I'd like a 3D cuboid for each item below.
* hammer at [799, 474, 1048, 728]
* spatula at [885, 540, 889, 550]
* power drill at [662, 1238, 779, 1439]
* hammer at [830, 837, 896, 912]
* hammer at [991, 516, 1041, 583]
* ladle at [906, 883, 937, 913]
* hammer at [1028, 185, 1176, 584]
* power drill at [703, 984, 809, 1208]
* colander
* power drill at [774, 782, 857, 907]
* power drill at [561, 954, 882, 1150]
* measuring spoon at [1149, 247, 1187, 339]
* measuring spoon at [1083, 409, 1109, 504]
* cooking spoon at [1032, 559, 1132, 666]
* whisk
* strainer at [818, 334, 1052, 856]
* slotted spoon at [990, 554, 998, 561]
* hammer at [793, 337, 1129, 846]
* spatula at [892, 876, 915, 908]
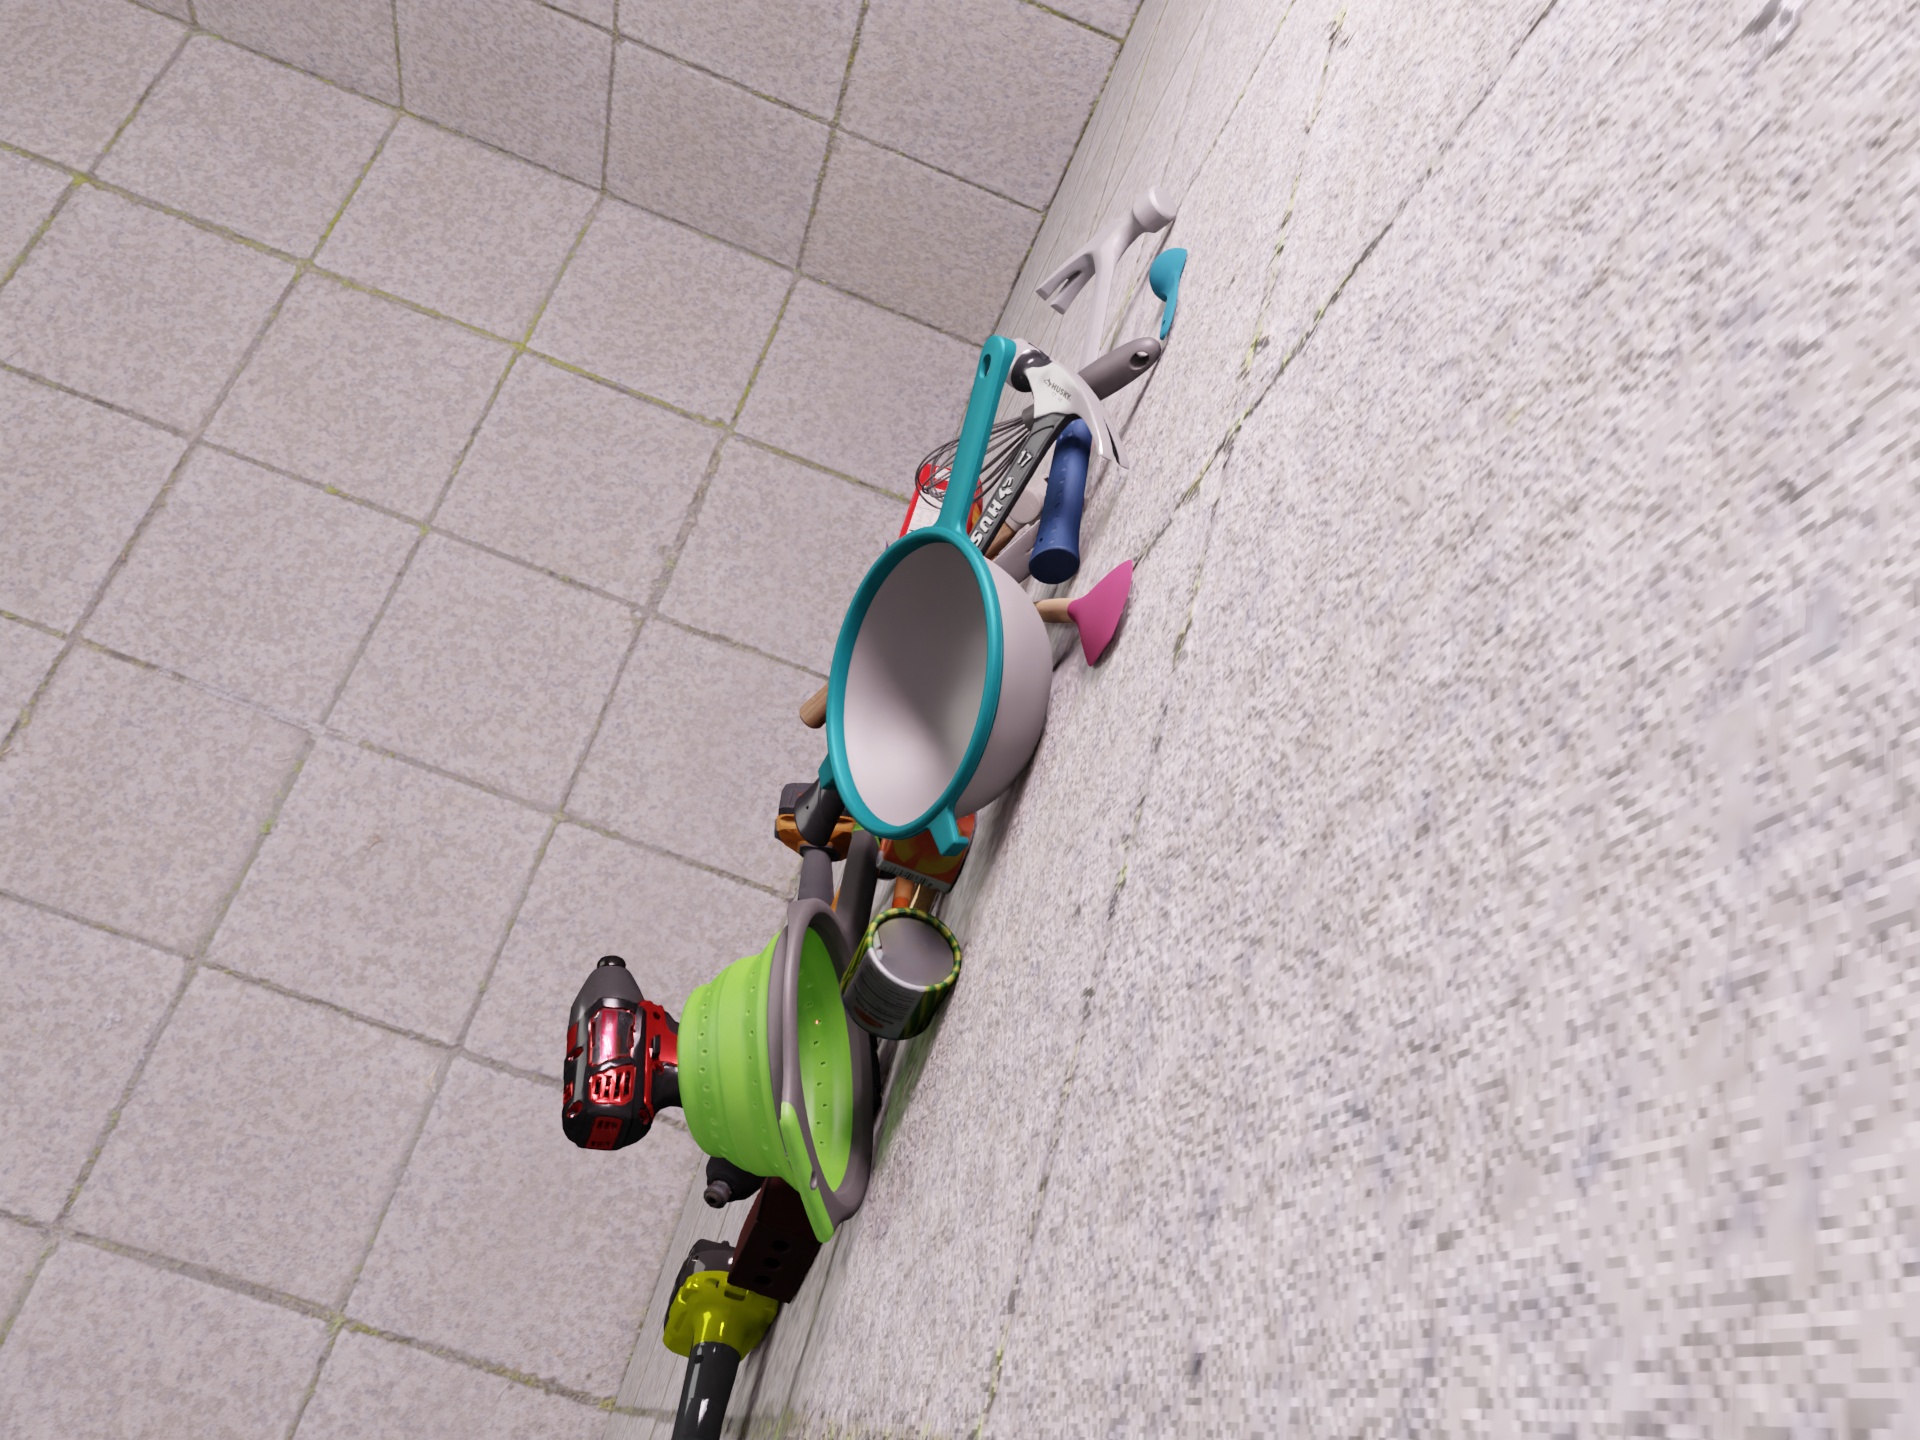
[{"bbox_3d":[-0.031,-0.105,1.457,0.331,0.031,0.130,-42,1,23],"label":"hammer"},{"bbox_3d":[-0.041,-0.028,1.347,0.315,0.018,0.060,80,-174,-53],"label":"spatula"},{"bbox_3d":[-0.204,0.533,1.219,0.223,0.080,0.171,-82,14,-50],"label":"power drill"},{"bbox_3d":[-0.081,0.128,1.398,0.337,0.034,0.127,-66,-12,-75],"label":"hammer"},{"bbox_3d":[0.021,-0.105,1.404,0.149,0.037,0.359,-40,0,0],"label":"hammer"},{"bbox_3d":[-0.061,0.210,1.257,0.069,0.031,0.315,-64,-3,-85],"label":"ladle"},{"bbox_3d":[0.097,-0.268,1.283,0.144,0.035,0.406,-30,37,42],"label":"hammer"},{"bbox_3d":[-0.151,0.305,1.353,0.164,0.084,0.226,-49,-17,-58],"label":"power drill"},{"bbox_3d":[-0.119,0.183,1.102,0.397,0.094,0.204,-83,-17,-61],"label":"colander"},{"bbox_3d":[-0.136,0.189,1.544,0.185,0.084,0.226,83,-171,-74],"label":"power drill"},{"bbox_3d":[-0.175,0.242,1.152,0.143,0.219,0.078,-99,26,-42],"label":"power drill"},{"bbox_3d":[0.149,-0.318,1.188,0.129,0.021,0.042,-75,8,-50],"label":"measuring spoon"},{"bbox_3d":[0.103,-0.204,1.277,0.034,0.018,0.124,-29,31,52],"label":"measuring spoon"},{"bbox_3d":[0.073,-0.073,1.064,0.319,0.017,0.069,-148,78,-83],"label":"cooking spoon"},{"bbox_3d":[0.057,-0.226,1.217,0.239,0.055,0.055,-27,33,35],"label":"whisk"},{"bbox_3d":[0.014,-0.082,1.076,0.211,0.095,0.340,22,99,57],"label":"strainer"},{"bbox_3d":[0.011,-0.107,1.662,0.314,0.031,0.070,-73,-12,-51],"label":"slotted spoon"},{"bbox_3d":[-0.016,-0.076,1.185,0.149,0.036,0.409,47,112,43],"label":"hammer"},{"bbox_3d":[-0.058,0.144,1.379,0.323,0.041,0.081,-79,4,-64],"label":"spatula"}]
